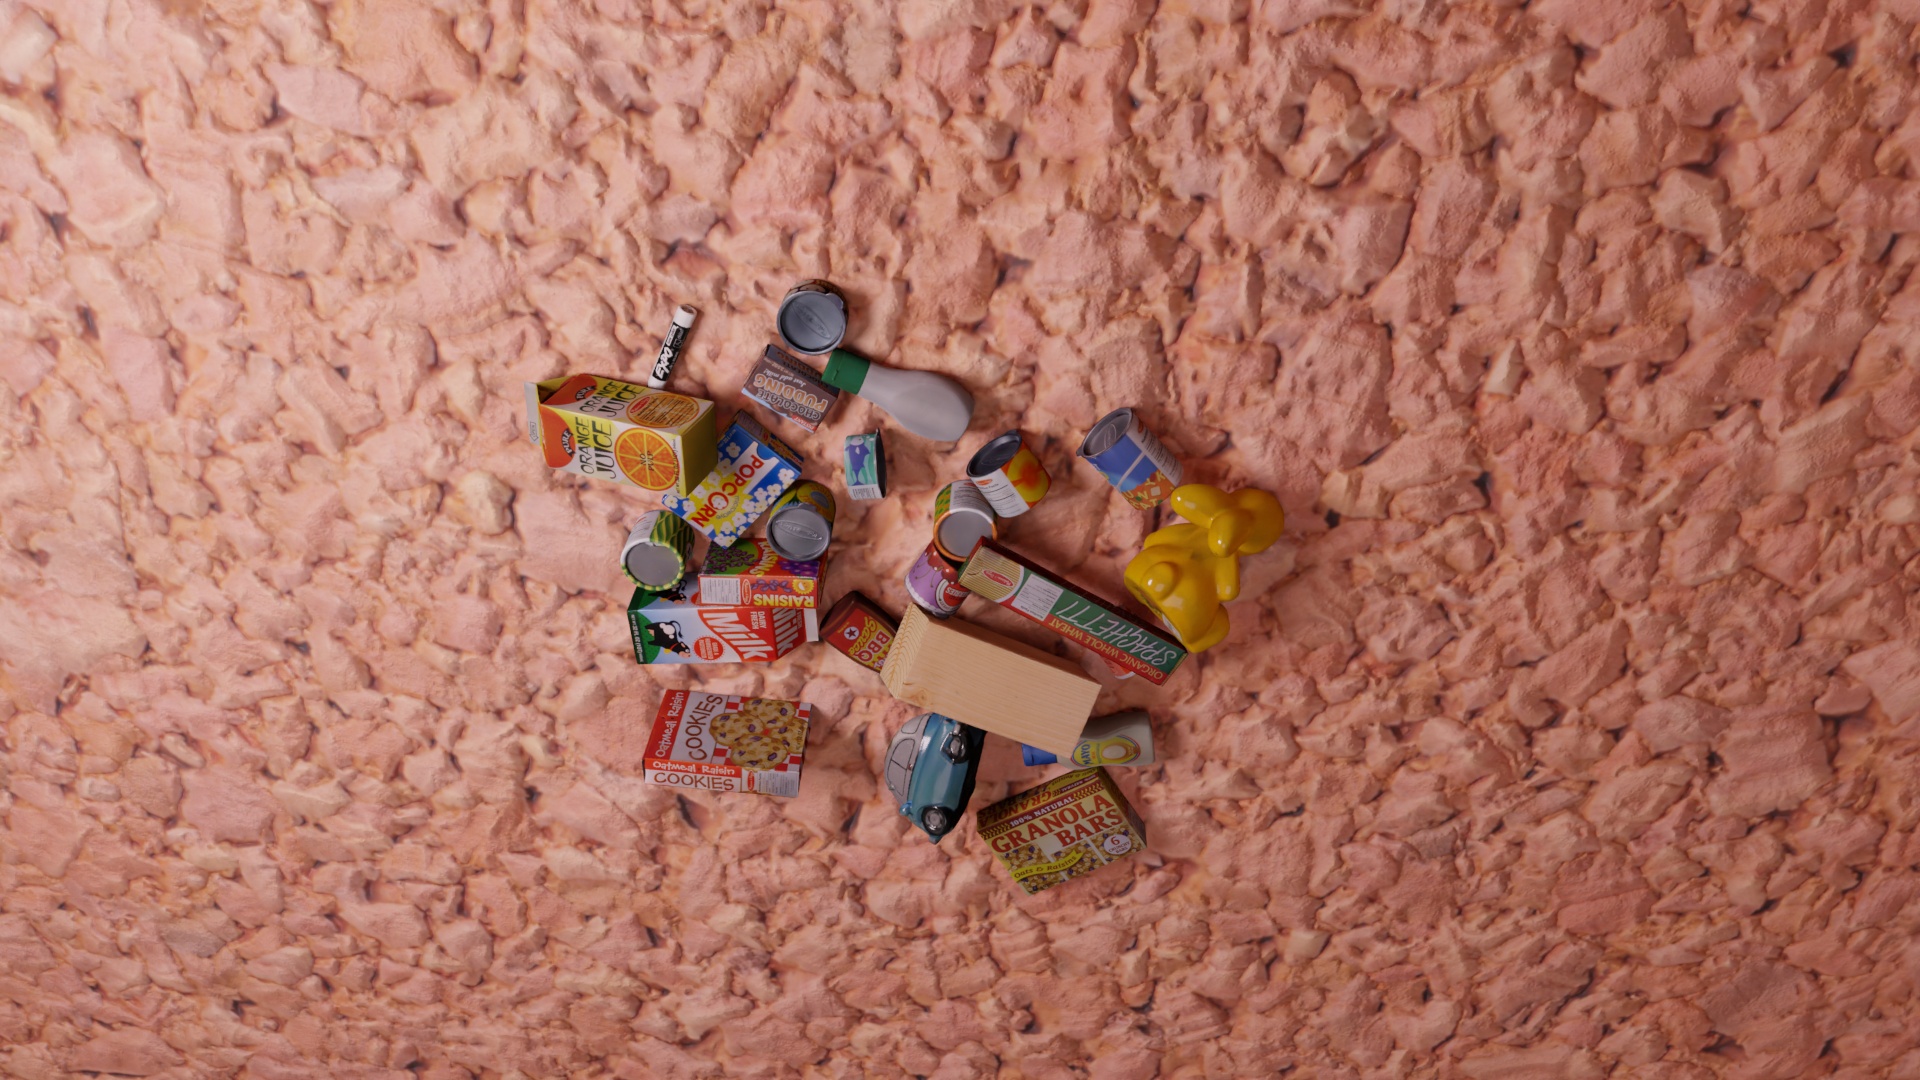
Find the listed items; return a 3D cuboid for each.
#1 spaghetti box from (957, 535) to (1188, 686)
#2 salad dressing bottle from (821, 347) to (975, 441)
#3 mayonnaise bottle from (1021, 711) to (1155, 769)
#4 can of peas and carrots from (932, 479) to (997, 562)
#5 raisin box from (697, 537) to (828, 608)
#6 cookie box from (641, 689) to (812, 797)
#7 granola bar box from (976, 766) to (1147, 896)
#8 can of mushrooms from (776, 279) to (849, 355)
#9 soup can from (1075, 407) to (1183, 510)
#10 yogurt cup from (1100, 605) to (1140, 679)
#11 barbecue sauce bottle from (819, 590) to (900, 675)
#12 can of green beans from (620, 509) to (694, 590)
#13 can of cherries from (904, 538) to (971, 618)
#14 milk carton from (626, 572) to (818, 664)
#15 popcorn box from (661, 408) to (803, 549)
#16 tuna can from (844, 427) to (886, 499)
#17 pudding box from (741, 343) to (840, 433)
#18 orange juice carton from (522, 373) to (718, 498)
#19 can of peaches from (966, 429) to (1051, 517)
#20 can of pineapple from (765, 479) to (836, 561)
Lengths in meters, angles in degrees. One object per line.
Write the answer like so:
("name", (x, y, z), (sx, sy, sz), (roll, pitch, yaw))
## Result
("spaghetti box", (0.115, 0.074, 1.416), (0.250, 0.029, 0.050), (27, 110, -14))
("salad dressing bottle", (-0.061, -0.145, 1.354), (0.148, 0.044, 0.064), (22, 121, -10))
("mayonnaise bottle", (0.145, 0.232, 1.578), (0.148, 0.041, 0.064), (-7, 123, 5))
("can of peas and carrots", (0.005, -0.018, 1.420), (0.071, 0.059, 0.070), (1, 121, 1))
("raisin box", (-0.202, 0.032, 1.438), (0.123, 0.086, 0.040), (2, 117, 0))
("cookie box", (-0.255, 0.222, 1.533), (0.167, 0.123, 0.040), (6, 120, -2))
("granola bar box", (0.120, 0.343, 1.648), (0.165, 0.039, 0.124), (-27, 117, 16))
("can of mushrooms", (-0.138, -0.214, 1.319), (0.071, 0.033, 0.070), (1, 121, 1))
("soup can", (0.168, -0.079, 1.376), (0.071, 0.072, 0.083), (-37, 114, 21))
("yogurt cup", (0.174, 0.106, 1.490), (0.072, 0.073, 0.054), (-39, 105, 22))
("barbecue sauce bottle", (-0.080, 0.120, 1.514), (0.148, 0.044, 0.064), (39, 106, -21))
("can of green beans", (-0.314, 0.011, 1.444), (0.071, 0.058, 0.071), (0, 121, 1))
("can of cherries", (-0.015, 0.037, 1.447), (0.071, 0.072, 0.058), (28, 117, -15))
("milk carton", (-0.248, 0.081, 1.476), (0.191, 0.074, 0.072), (-1, 121, 1))
("popcorn box", (-0.231, -0.061, 1.411), (0.085, 0.038, 0.126), (39, 115, -19))
("tuna can", (-0.095, -0.076, 1.384), (0.033, 0.071, 0.070), (-4, 121, 5))
("pudding box", (-0.166, -0.149, 1.361), (0.083, 0.030, 0.049), (31, 118, -16))
("orange juice carton", (-0.338, -0.106, 1.348), (0.193, 0.073, 0.071), (13, 125, 14))
("can of peaches", (0.050, -0.067, 1.387), (0.071, 0.071, 0.058), (-29, 116, 18))
("can of pineapple", (-0.161, -0.022, 1.421), (0.071, 0.058, 0.070), (0, 121, 1))
